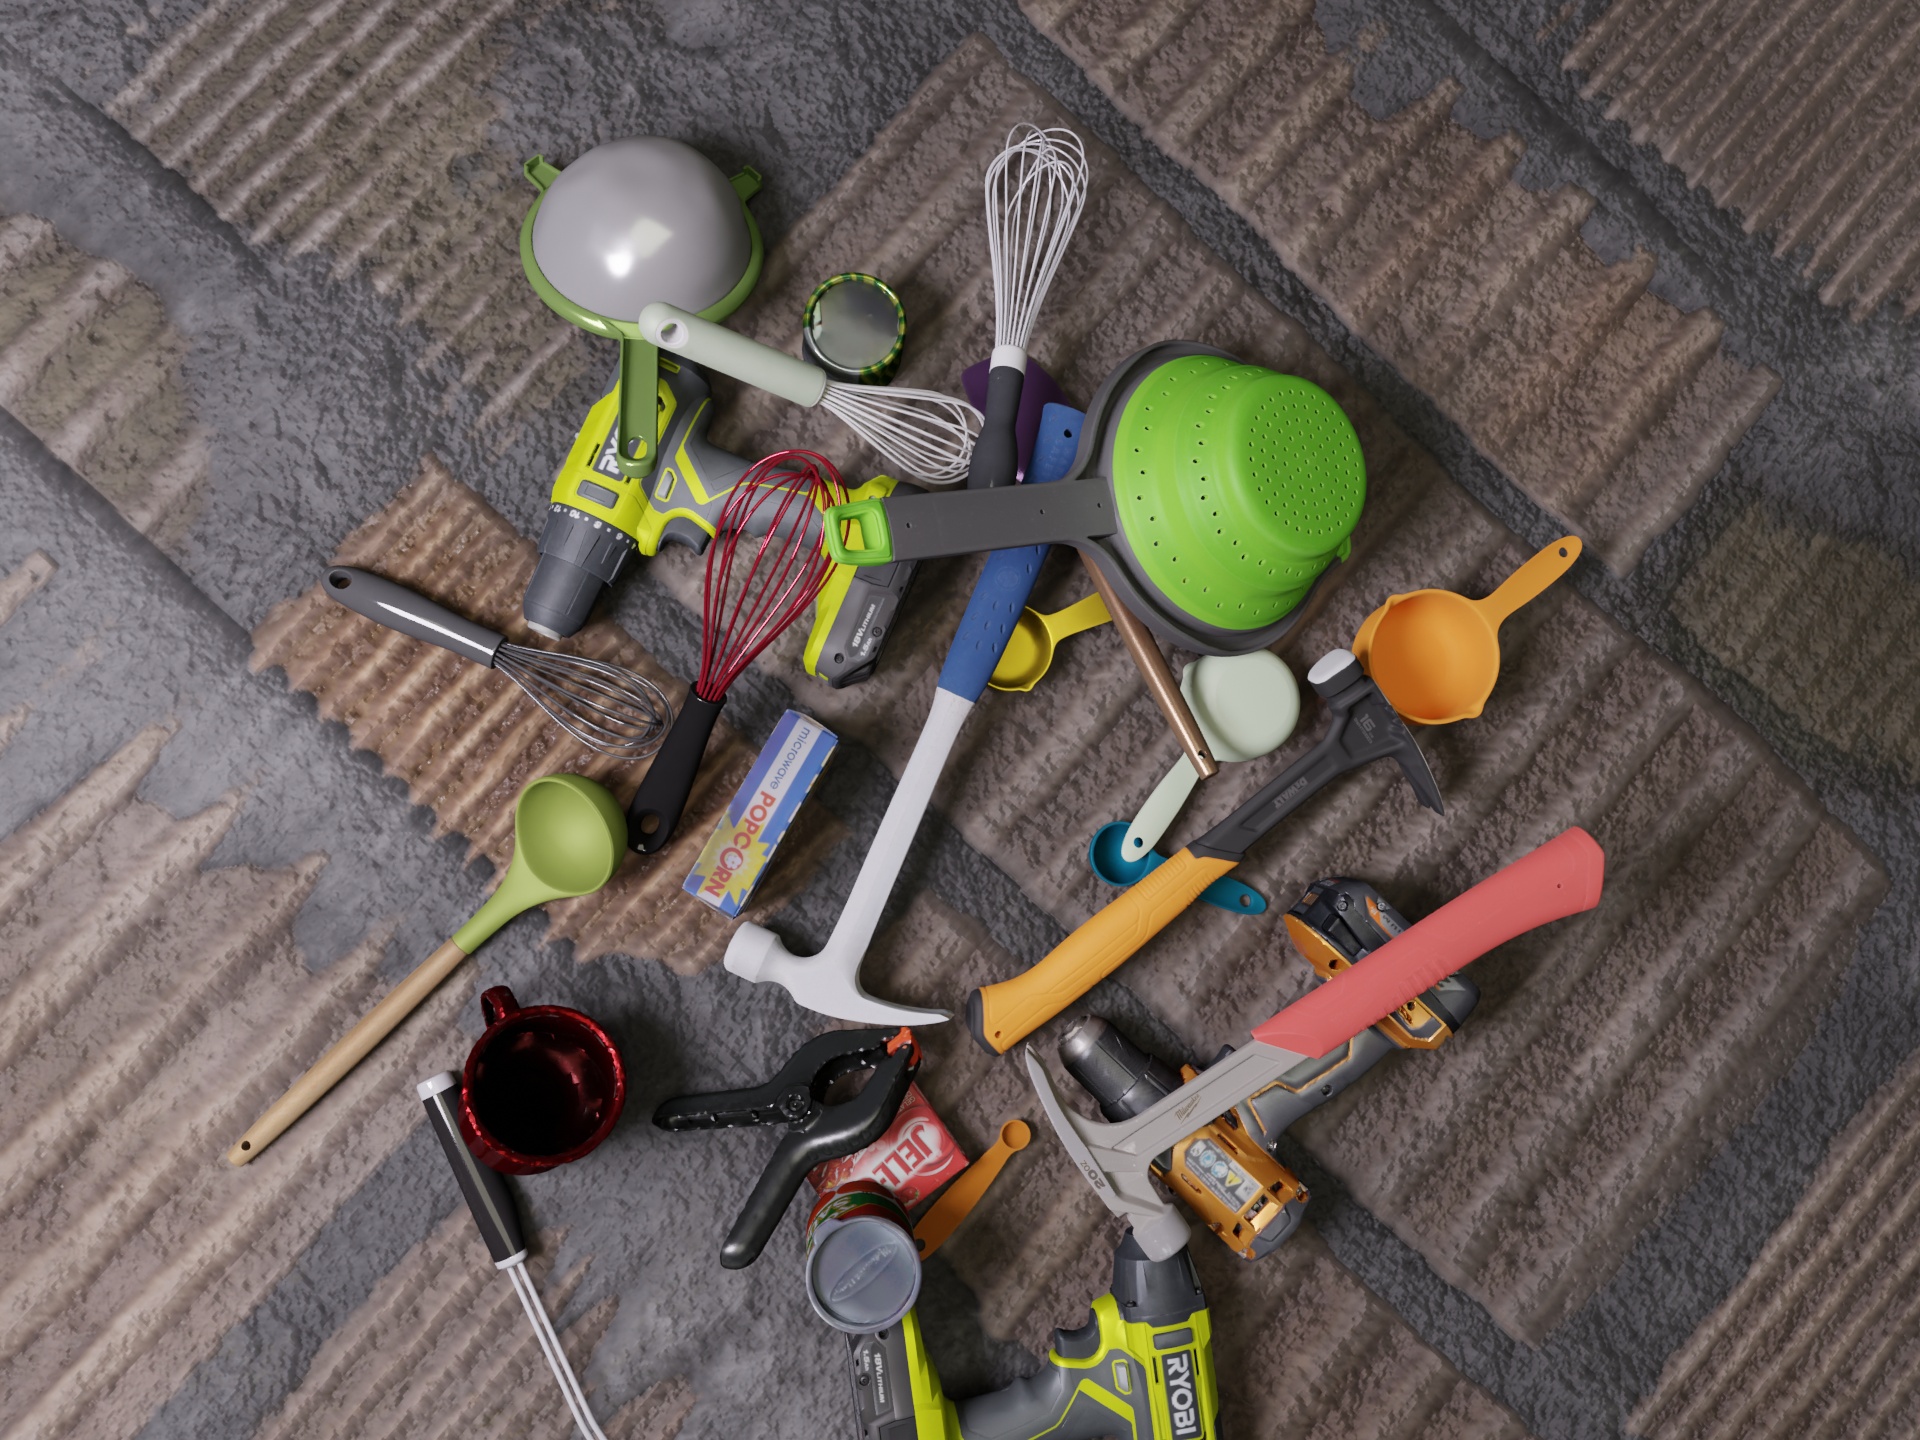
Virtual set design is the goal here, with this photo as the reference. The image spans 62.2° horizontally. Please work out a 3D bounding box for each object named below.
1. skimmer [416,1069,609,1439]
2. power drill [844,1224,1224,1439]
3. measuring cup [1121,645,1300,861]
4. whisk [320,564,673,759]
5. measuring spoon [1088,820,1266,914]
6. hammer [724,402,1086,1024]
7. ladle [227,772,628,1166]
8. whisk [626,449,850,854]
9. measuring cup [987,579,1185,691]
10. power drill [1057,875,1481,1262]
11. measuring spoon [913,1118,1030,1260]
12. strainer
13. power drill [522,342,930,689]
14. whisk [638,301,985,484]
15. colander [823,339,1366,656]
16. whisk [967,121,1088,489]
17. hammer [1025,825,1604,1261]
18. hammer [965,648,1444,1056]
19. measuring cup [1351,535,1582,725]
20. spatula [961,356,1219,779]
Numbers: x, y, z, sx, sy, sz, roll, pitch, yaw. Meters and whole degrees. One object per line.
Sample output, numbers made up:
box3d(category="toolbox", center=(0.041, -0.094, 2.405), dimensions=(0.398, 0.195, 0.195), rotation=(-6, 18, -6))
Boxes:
box3d(category="skimmer", center=(-0.259, 0.387, 0.941), dimensions=(0.127, 0.090, 0.363), rotation=(-27, 86, 25))
box3d(category="power drill", center=(0.045, 0.397, 0.980), dimensions=(0.223, 0.080, 0.171), rotation=(-7, 88, -10))
box3d(category="measuring cup", center=(0.157, 0.022, 1.023), dimensions=(0.083, 0.038, 0.167), rotation=(38, 76, -5))
box3d(category="whisk", center=(-0.290, -0.040, 0.993), dimensions=(0.239, 0.055, 0.055), rotation=(25, 84, 1))
box3d(category="measuring spoon", center=(0.140, 0.102, 1.040), dimensions=(0.128, 0.021, 0.042), rotation=(21, 78, -13))
box3d(category="hammer", center=(-0.002, -0.003, 0.992), dimensions=(0.144, 0.035, 0.405), rotation=(23, 87, 6))
box3d(category="ladle", center=(-0.329, 0.155, 0.969), dimensions=(0.320, 0.062, 0.078), rotation=(-44, 81, -4))
box3d(category="whisk", center=(-0.141, -0.031, 0.936), dimensions=(0.073, 0.073, 0.295), rotation=(27, 119, -3))
box3d(category="measuring cup", center=(0.075, -0.066, 1.037), dimensions=(0.156, 0.029, 0.062), rotation=(-23, 89, -9))
box3d(category="power drill", center=(0.190, 0.199, 1.006), dimensions=(0.185, 0.084, 0.226), rotation=(43, 88, 0))
box3d(category="measuring spoon", center=(0.002, 0.300, 1.015), dimensions=(0.021, 0.011, 0.117), rotation=(42, 87, -1))
box3d(category="strainer", center=(-0.193, -0.265, 0.954), dimensions=(0.151, 0.069, 0.257), rotation=(0, 61, -9))
box3d(category="power drill", center=(-0.146, -0.108, 0.994), dimensions=(0.228, 0.080, 0.190), rotation=(23, 83, -1))
box3d(category="whisk", center=(-0.082, -0.200, 0.969), dimensions=(0.246, 0.059, 0.057), rotation=(17, 117, -32))
box3d(category="colander", center=(0.111, -0.134, 0.930), dimensions=(0.397, 0.094, 0.204), rotation=(-11, 88, -32))
box3d(category="whisk", center=(0.034, -0.254, 1.006), dimensions=(0.070, 0.070, 0.285), rotation=(10, 73, -5))
box3d(category="hammer", center=(0.220, 0.166, 0.950), dimensions=(0.359, 0.036, 0.149), rotation=(-34, 88, 3))
box3d(category="hammer", center=(0.147, 0.104, 1.008), dimensions=(0.337, 0.034, 0.127), rotation=(-38, 106, -1))
box3d(category="measuring cup", center=(0.335, -0.065, 1.050), dimensions=(0.173, 0.052, 0.095), rotation=(-37, 90, -9))
box3d(category="spatula", center=(0.089, -0.104, 1.016), dimensions=(0.060, 0.018, 0.316), rotation=(-24, 76, -6))
